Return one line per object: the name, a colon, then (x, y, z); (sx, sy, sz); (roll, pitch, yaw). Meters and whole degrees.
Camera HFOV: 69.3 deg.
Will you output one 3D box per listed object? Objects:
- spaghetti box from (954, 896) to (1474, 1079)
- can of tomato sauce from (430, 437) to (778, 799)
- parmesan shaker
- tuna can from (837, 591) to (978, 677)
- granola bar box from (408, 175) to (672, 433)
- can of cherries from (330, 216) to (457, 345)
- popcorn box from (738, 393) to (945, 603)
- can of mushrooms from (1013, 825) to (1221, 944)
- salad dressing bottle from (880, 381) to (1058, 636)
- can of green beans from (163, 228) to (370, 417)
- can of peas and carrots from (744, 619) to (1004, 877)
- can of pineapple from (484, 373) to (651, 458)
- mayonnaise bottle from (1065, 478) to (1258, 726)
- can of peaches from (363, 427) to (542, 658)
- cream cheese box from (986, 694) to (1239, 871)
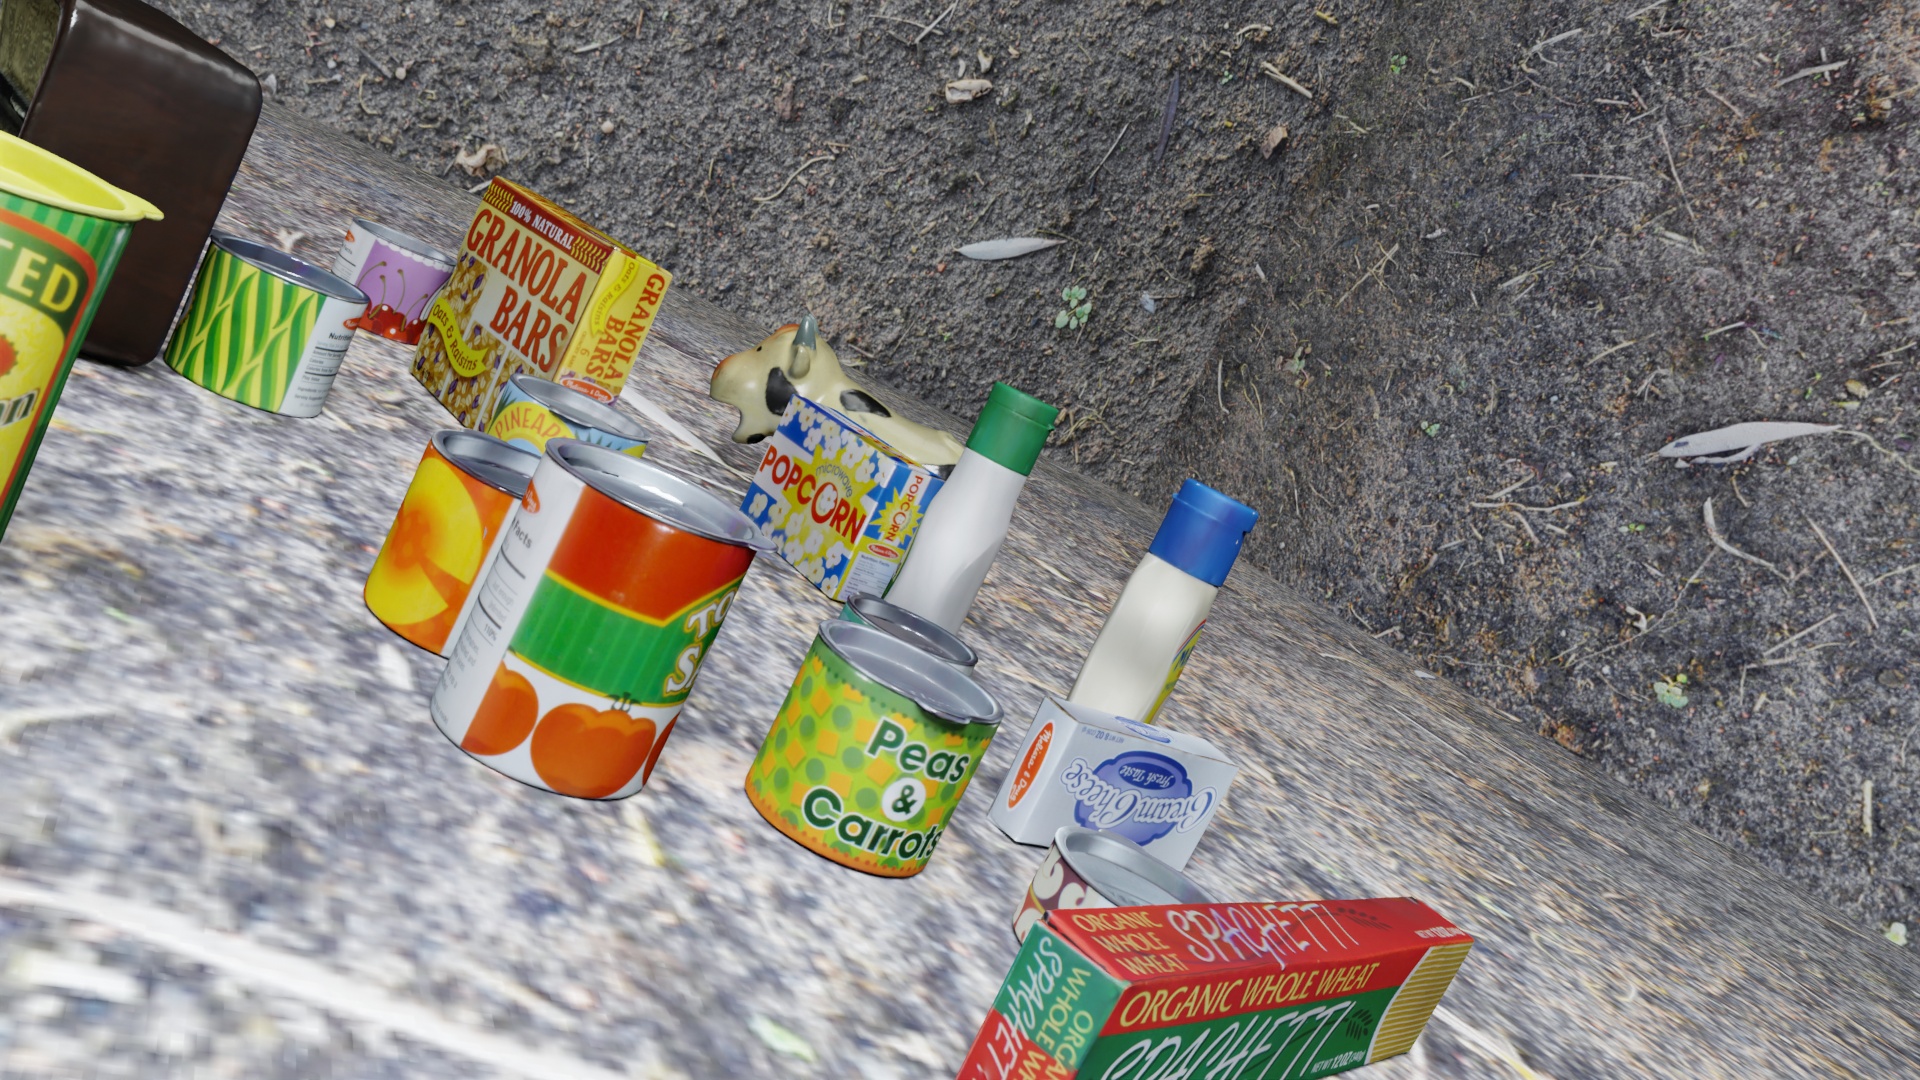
spaghetti box: (0.090, 0.135, 0.410); (0.029, 0.050, 0.250); (32, 9, 38)
can of tomato sauce: (-0.102, 0.023, 0.398); (0.071, 0.083, 0.071); (26, 7, -3)
parmesan shaker: (-0.229, -0.038, 0.301); (0.071, 0.103, 0.071); (26, 7, -3)
tuna can: (-0.030, 0.052, 0.630); (0.071, 0.032, 0.071); (26, 7, -3)
granola bar box: (-0.230, -0.115, 0.742); (0.039, 0.124, 0.166); (20, 10, -45)
can of cherries: (-0.359, -0.162, 0.877); (0.071, 0.058, 0.071); (26, 7, -3)
popcorn box: (-0.073, -0.024, 0.803); (0.038, 0.085, 0.127); (21, 9, -41)
can of mushrooms: (0.052, 0.121, 0.439); (0.071, 0.033, 0.071); (26, 7, -3)
salad dressing bottle: (0.003, -0.009, 0.719); (0.044, 0.147, 0.064); (28, 7, 11)
can of green beans: (-0.301, -0.093, 0.604); (0.071, 0.057, 0.071); (26, 7, -3)
can of peas and carrots: (-0.027, 0.067, 0.444); (0.071, 0.058, 0.071); (26, 7, -3)
can of pineapple: (-0.180, -0.034, 0.616); (0.071, 0.057, 0.071); (26, 7, -3)
mayonnaise bottle: (0.083, 0.045, 0.621); (0.041, 0.148, 0.065); (29, 7, 16)
can of peaches: (-0.153, 0.003, 0.455); (0.071, 0.058, 0.071); (26, 7, -3)
cream cheese box: (0.062, 0.098, 0.551); (0.104, 0.053, 0.024); (20, 9, -40)
